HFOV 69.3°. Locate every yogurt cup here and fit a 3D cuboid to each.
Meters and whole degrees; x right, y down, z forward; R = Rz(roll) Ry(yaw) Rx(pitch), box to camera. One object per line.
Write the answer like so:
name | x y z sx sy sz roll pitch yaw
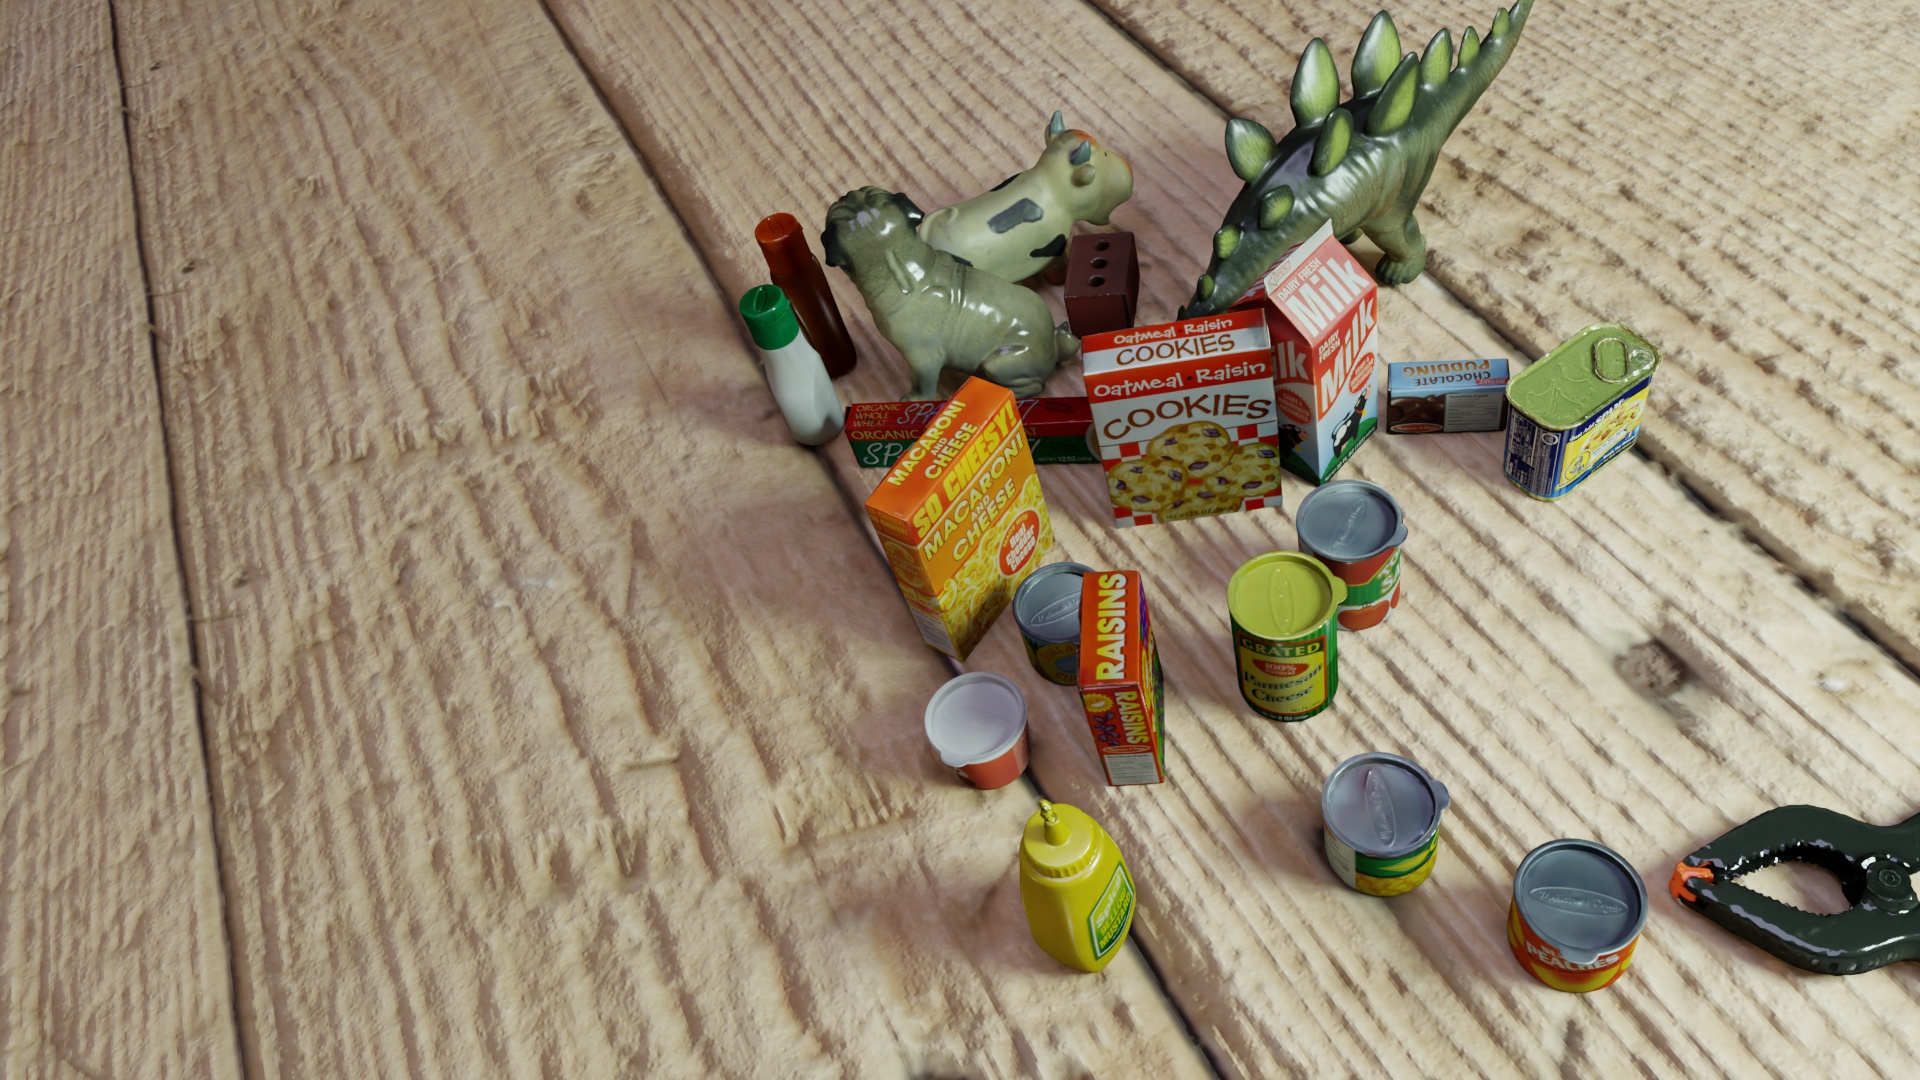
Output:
yogurt cup | 0.015 0.128 0.915 0.072 0.053 0.073 -8 51 10

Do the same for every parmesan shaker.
parmesan shaker | 0.209 0.063 0.880 0.071 0.102 0.072 -8 51 10

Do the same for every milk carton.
milk carton | 0.240 -0.132 0.968 0.072 0.189 0.073 -43 54 -18

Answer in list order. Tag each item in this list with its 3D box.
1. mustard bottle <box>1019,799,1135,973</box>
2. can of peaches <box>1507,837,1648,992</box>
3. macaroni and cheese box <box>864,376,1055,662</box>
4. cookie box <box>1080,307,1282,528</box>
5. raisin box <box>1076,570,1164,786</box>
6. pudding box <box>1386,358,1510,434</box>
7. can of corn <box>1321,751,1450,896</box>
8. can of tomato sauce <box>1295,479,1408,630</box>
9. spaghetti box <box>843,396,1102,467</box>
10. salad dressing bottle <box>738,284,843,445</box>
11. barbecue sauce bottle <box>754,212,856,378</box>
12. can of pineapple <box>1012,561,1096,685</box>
mustard bottle | 0.062 0.189 0.784 0.049 0.159 0.065 19 60 28
can of peaches | 0.335 0.207 0.758 0.071 0.057 0.071 -8 51 10
macaroni and cheese box | 0.003 -0.012 0.956 0.040 0.165 0.124 23 62 30
cookie box | 0.157 -0.082 0.967 0.123 0.166 0.040 -8 51 10
raisin box | 0.102 0.088 0.877 0.040 0.122 0.086 -4 52 13
pudding box | 0.352 -0.104 1.006 0.084 0.049 0.030 -1 53 15
can of corn | 0.249 0.167 0.815 0.071 0.058 0.071 -8 51 10
can of tomato sauce | 0.259 0.011 0.919 0.071 0.082 0.071 -8 51 10
spaghetti box | 0.032 -0.084 1.082 0.250 0.050 0.029 0 53 16
salad dressing bottle | -0.135 -0.139 1.109 0.044 0.147 0.064 -6 51 12
barbecue sauce bottle | -0.130 -0.206 1.160 0.044 0.147 0.065 -29 51 -7
can of pineapple | 0.073 0.059 0.951 0.071 0.057 0.071 -8 51 10
